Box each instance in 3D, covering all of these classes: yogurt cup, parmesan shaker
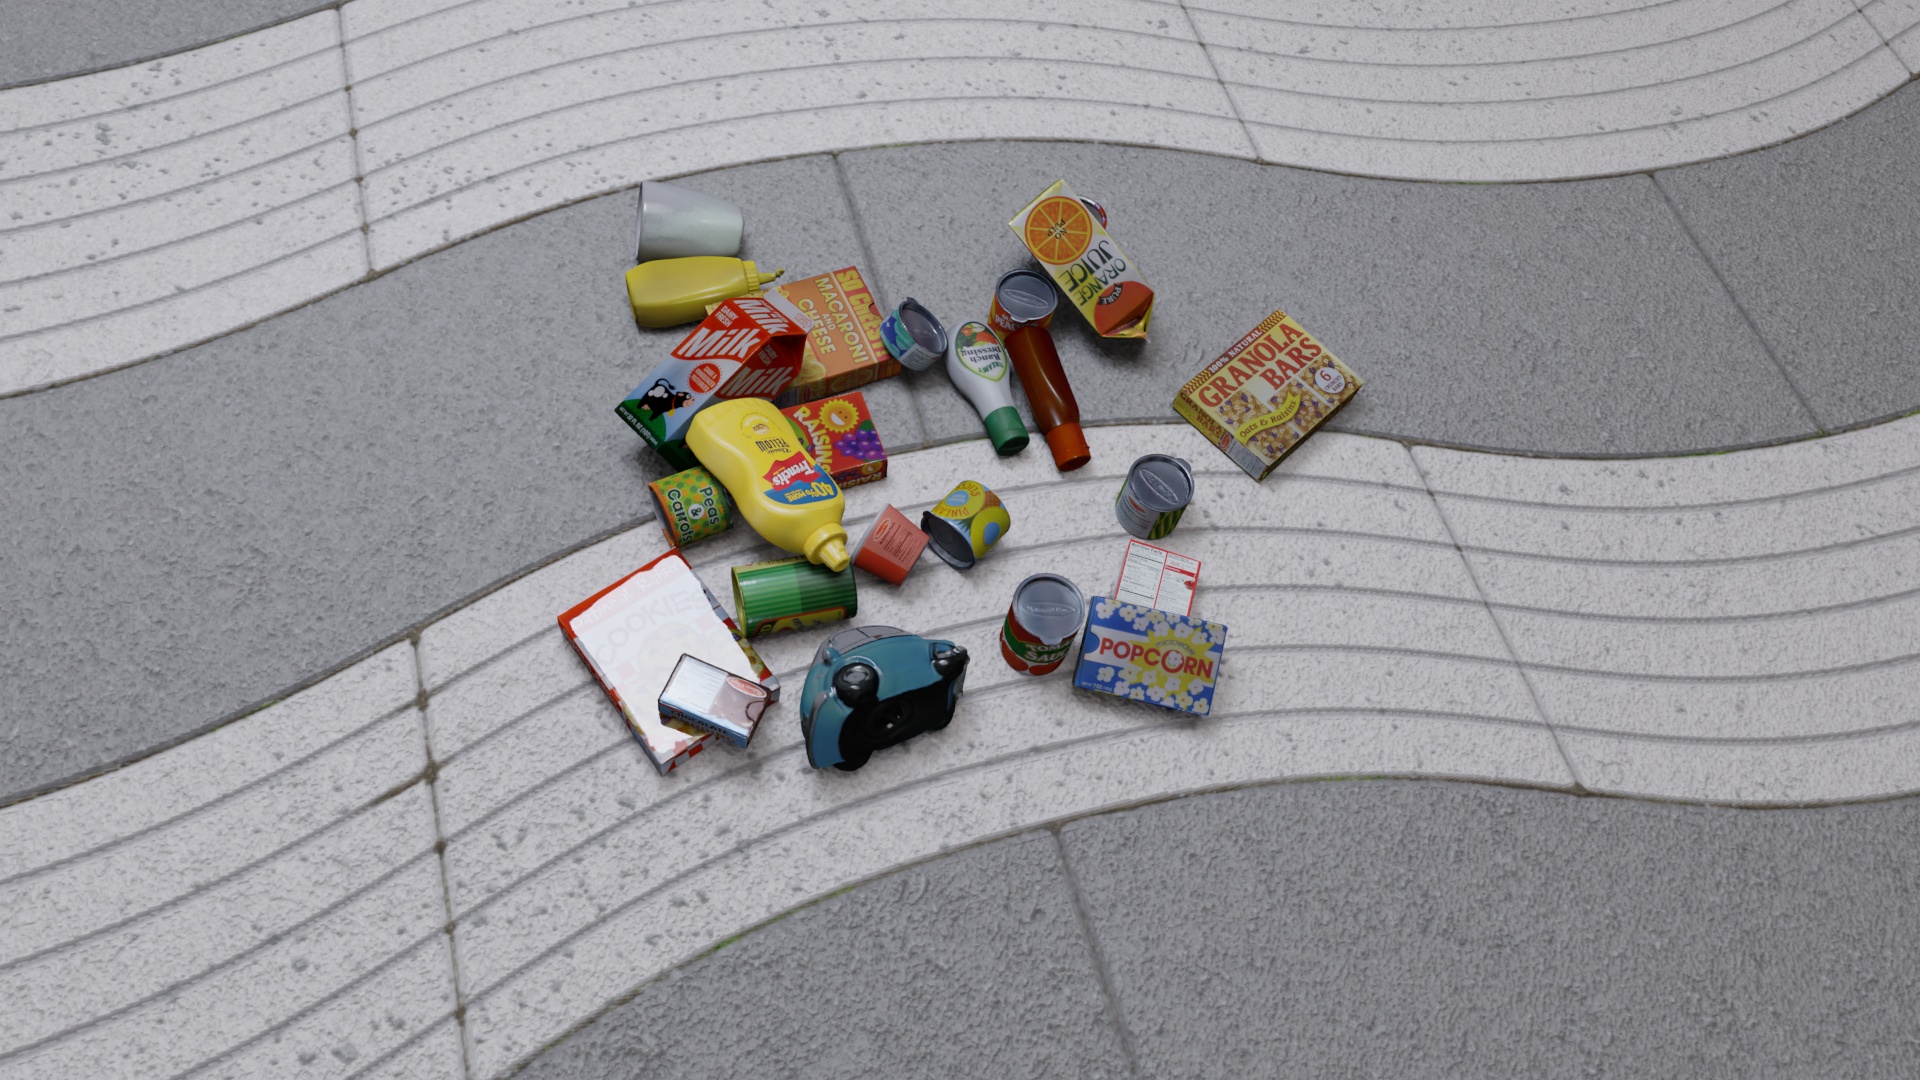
[{"bbox_3d":[-0.064,0.006,1.292,0.054,0.072,0.073,32,61,0],"label":"yogurt cup"},{"bbox_3d":[-0.149,0.047,1.251,0.103,0.071,0.071,-10,63,-14],"label":"parmesan shaker"}]

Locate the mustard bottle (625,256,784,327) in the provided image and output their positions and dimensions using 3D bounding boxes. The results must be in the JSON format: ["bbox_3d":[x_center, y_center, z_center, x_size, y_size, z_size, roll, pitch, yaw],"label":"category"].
[{"bbox_3d":[-0.257,-0.258,1.418,0.160,0.048,0.065,-11,62,-15],"label":"mustard bottle"}]

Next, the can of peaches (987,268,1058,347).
[{"bbox_3d":[0.064,-0.239,1.453,0.071,0.057,0.071,4,61,-7],"label":"can of peaches"}]

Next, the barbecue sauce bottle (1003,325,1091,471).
[{"bbox_3d":[0.091,-0.143,1.405,0.043,0.065,0.149,-28,70,26],"label":"barbecue sauce bottle"}]

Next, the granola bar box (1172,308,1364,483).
[{"bbox_3d":[0.323,-0.153,1.457,0.166,0.039,0.124,-38,73,-25],"label":"granola bar box"}]

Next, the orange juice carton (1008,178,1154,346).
[{"bbox_3d":[0.138,-0.279,1.445,0.073,0.072,0.192,-39,99,10],"label":"orange juice carton"}]

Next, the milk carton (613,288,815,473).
[{"bbox_3d":[-0.224,-0.155,1.310,0.191,0.073,0.072,-46,62,-6],"label":"milk carton"}]

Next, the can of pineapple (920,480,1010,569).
[{"bbox_3d":[0.005,-0.016,1.312,0.071,0.070,0.058,39,62,13],"label":"can of pineapple"}]

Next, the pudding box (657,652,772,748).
[{"bbox_3d":[-0.207,0.135,1.170,0.084,0.030,0.050,22,59,2],"label":"pudding box"}]

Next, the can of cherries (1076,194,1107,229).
[{"bbox_3d":[0.123,-0.332,1.514,0.071,0.058,0.072,4,60,-7],"label":"can of cherries"}]

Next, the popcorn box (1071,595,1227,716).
[{"bbox_3d":[0.173,0.105,1.269,0.127,0.038,0.085,13,89,-2],"label":"popcorn box"}]

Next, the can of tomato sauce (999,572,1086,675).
[{"bbox_3d":[0.074,0.079,1.261,0.071,0.082,0.071,4,61,-7],"label":"can of tomato sauce"}]

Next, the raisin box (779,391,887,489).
[{"bbox_3d":[-0.142,-0.088,1.347,0.124,0.040,0.086,-16,64,-15],"label":"raisin box"}]

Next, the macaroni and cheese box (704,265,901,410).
[{"bbox_3d":[-0.159,-0.202,1.407,0.167,0.040,0.124,-20,67,-18],"label":"macaroni and cheese box"}]

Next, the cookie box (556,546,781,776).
[{"bbox_3d":[-0.256,0.103,1.220,0.123,0.040,0.168,-33,72,-23],"label":"cookie box"}]

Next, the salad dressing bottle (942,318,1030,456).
[{"bbox_3d":[0.028,-0.155,1.407,0.064,0.043,0.148,-10,63,-25],"label":"salad dressing bottle"}]

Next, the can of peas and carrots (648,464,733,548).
[{"bbox_3d":[-0.248,-0.031,1.280,0.059,0.070,0.071,-22,67,-19],"label":"can of peas and carrots"}]

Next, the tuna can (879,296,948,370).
[{"bbox_3d":[-0.048,-0.208,1.397,0.071,0.032,0.071,33,36,-28],"label":"tuna can"}]

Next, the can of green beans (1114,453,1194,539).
[{"bbox_3d":[0.190,-0.043,1.362,0.071,0.057,0.071,4,61,-7],"label":"can of green beans"}]
